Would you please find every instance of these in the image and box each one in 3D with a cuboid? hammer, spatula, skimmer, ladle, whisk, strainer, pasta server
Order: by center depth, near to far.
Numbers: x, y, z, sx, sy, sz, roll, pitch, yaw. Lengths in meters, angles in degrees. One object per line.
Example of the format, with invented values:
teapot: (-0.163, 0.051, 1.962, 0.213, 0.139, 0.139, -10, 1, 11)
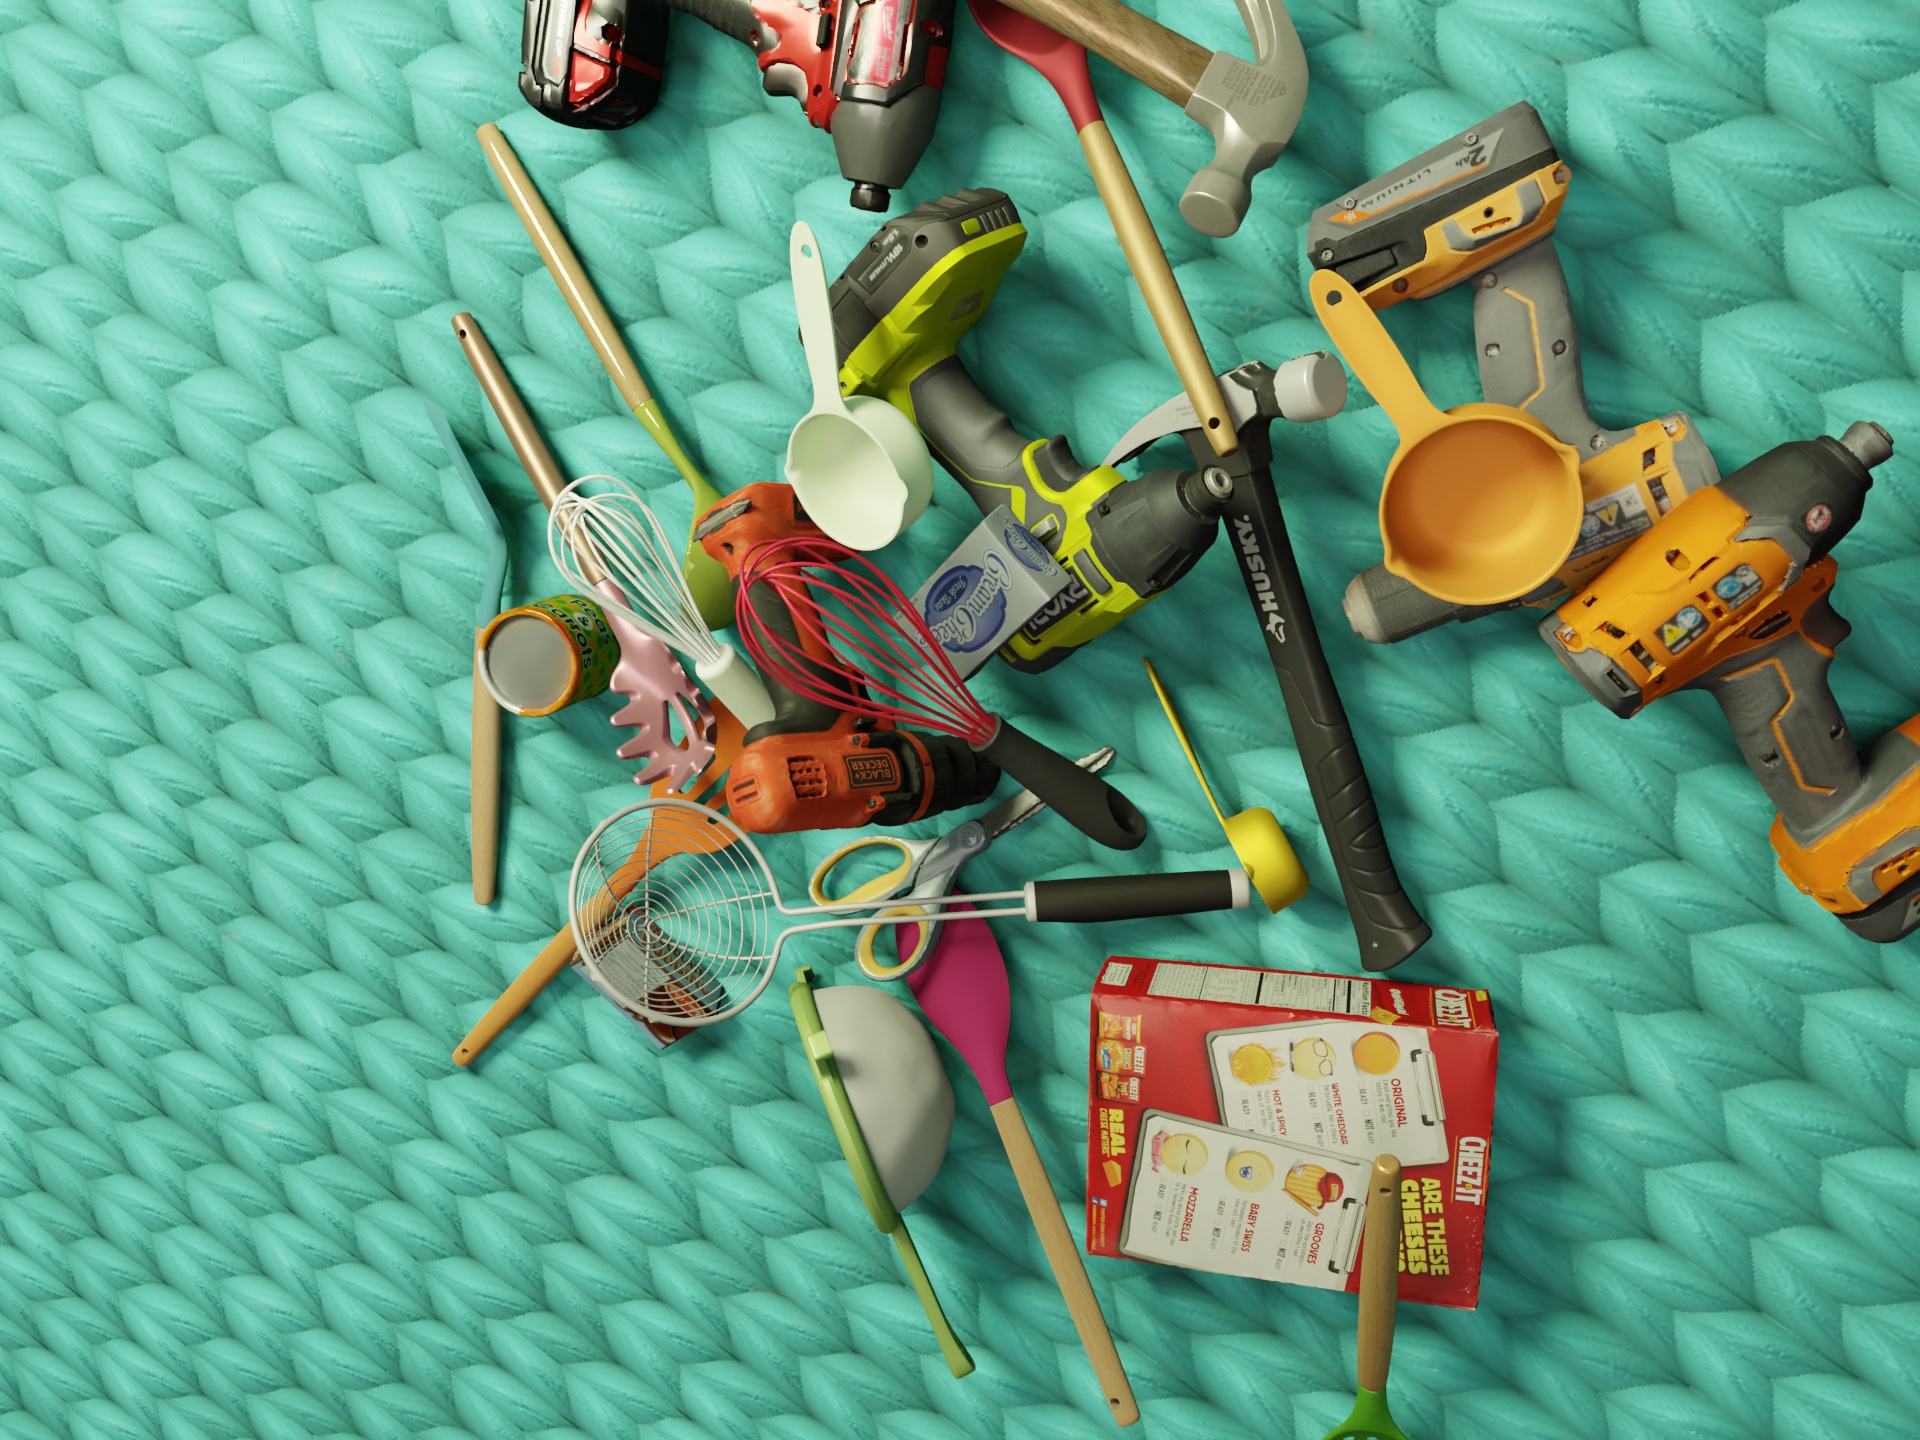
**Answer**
hammer: (0.017, -0.365, 0.760, 0.331, 0.031, 0.130, 29, 75, -3)
ladle: (0.075, -0.271, 0.786, 0.069, 0.031, 0.315, -27, 76, 28)
whisk: (-0.001, -0.003, 0.821, 0.073, 0.073, 0.295, -43, 125, 19)
hammer: (0.176, -0.018, 0.830, 0.146, 0.035, 0.334, -3, 112, 50)
skimmer: (-0.023, 0.095, 0.863, 0.363, 0.090, 0.127, -4, 66, 2)
whisk: (-0.139, -0.039, 0.867, 0.058, 0.059, 0.246, 14, 152, 43)
ladle: (-0.204, -0.196, 0.907, 0.062, 0.078, 0.320, -30, 87, -4)
pasta server: (-0.222, -0.102, 0.918, 0.060, 0.040, 0.316, -32, 83, 20)
strainer: (-0.023, 0.259, 0.923, 0.069, 0.151, 0.256, -23, 99, -6)
spatula: (-0.300, -0.033, 0.972, 0.044, 0.082, 0.317, -3, 109, -27)
spatula: (-0.224, 0.118, 0.997, 0.081, 0.041, 0.322, 46, 113, 1)

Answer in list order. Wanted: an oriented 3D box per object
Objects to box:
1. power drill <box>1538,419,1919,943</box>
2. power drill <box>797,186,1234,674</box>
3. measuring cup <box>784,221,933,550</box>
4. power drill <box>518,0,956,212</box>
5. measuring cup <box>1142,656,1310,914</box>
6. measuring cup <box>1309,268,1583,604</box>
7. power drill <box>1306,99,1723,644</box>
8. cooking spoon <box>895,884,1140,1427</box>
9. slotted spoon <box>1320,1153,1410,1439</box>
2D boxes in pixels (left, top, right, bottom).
power drill: (0.403, -0.020, 0.735, 0.226, 0.084, 0.164, 41, 110, -13)
power drill: (0.030, -0.150, 0.814, 0.223, 0.080, 0.171, 55, 139, 0)
measuring cup: (-0.055, -0.168, 0.794, 0.083, 0.038, 0.167, 14, 126, 35)
power drill: (-0.113, -0.353, 0.835, 0.220, 0.078, 0.143, 13, 105, 12)
measuring cup: (0.145, 0.030, 0.866, 0.029, 0.062, 0.156, -27, 83, 9)
measuring cup: (0.214, -0.136, 0.729, 0.095, 0.052, 0.173, -33, 97, 26)
power drill: (0.245, -0.158, 0.781, 0.185, 0.084, 0.226, -24, 99, 21)
cooking spoon: (0.034, 0.242, 0.907, 0.069, 0.017, 0.319, -30, 75, 29)
slotted spoon: (0.227, 0.343, 0.863, 0.070, 0.031, 0.313, 3, 126, 15)
